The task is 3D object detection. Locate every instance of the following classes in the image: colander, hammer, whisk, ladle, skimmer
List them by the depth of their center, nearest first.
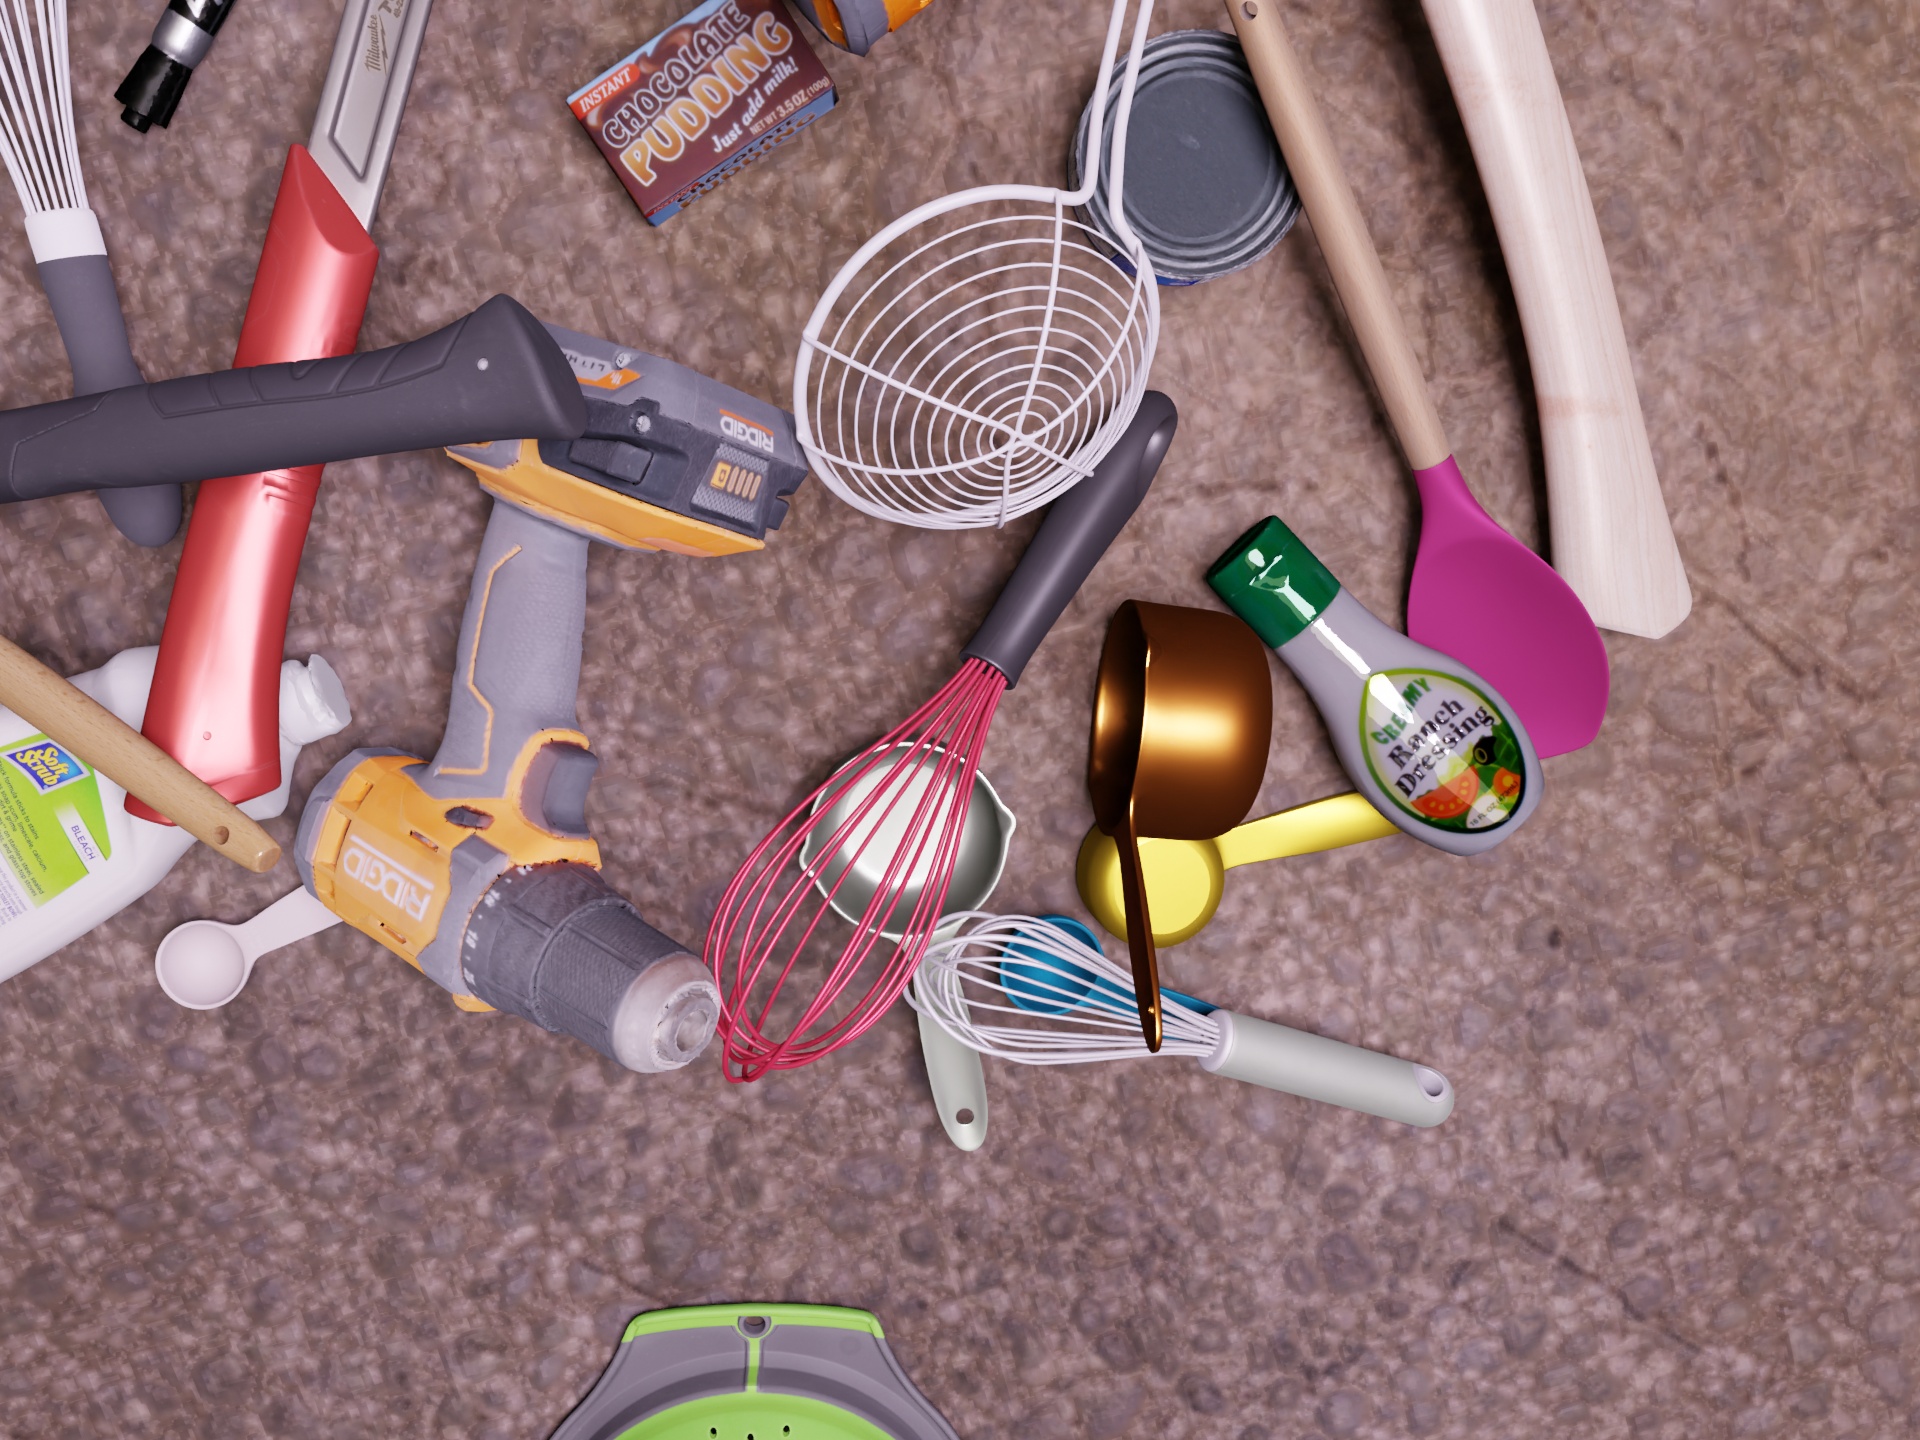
[{"bbox_3d":[-0.275,-0.079,0.491,0.335,0.035,0.146,-5,82,11],"label":"hammer"},{"bbox_3d":[0.038,-0.242,0.530,0.127,0.090,0.363,16,85,-38],"label":"skimmer"},{"bbox_3d":[-0.344,-0.035,0.531,0.315,0.031,0.069,31,97,15],"label":"ladle"},{"bbox_3d":[-0.229,-0.142,0.533,0.149,0.037,0.359,15,90,-17],"label":"hammer"},{"bbox_3d":[0.196,-0.215,0.546,0.146,0.038,0.410,-31,113,-12],"label":"hammer"},{"bbox_3d":[-0.317,-0.199,0.547,0.070,0.070,0.284,-10,105,-2],"label":"whisk"},{"bbox_3d":[-0.001,-0.002,0.564,0.073,0.073,0.296,35,75,-9],"label":"whisk"},{"bbox_3d":[0.091,0.122,0.613,0.246,0.058,0.059,18,132,-21],"label":"whisk"},{"bbox_3d":[-0.087,0.443,0.646,0.204,0.094,0.397,1,99,-4],"label":"colander"}]

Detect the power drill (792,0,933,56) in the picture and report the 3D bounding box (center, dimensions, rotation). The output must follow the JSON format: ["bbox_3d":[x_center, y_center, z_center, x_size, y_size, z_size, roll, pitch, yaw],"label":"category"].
[{"bbox_3d":[-0.035,-0.323,0.454,0.164,0.084,0.226,-38,82,-1],"label":"power drill"}]

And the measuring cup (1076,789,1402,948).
[{"bbox_3d":[0.124,0.050,0.627,0.156,0.029,0.062,-14,100,-2],"label":"measuring cup"}]

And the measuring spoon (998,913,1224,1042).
[{"bbox_3d":[0.072,0.111,0.645,0.128,0.021,0.042,24,101,-17],"label":"measuring spoon"}]

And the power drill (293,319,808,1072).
[{"bbox_3d":[-0.127,-0.008,0.534,0.185,0.084,0.226,23,96,34],"label":"power drill"}]

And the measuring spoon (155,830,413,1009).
[{"bbox_3d":[-0.250,0.072,0.617,0.124,0.018,0.034,-28,95,-6],"label":"measuring spoon"}]

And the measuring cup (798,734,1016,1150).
[{"bbox_3d":[-0.012,0.086,0.622,0.083,0.038,0.167,-12,102,-2],"label":"measuring cup"}]

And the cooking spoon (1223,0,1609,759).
[{"bbox_3d":[0.163,-0.118,0.579,0.069,0.017,0.318,-16,114,31],"label":"cooking spoon"}]

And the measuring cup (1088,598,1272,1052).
[{"bbox_3d":[0.082,0.036,0.564,0.052,0.095,0.174,4,56,-8],"label":"measuring cup"}]
